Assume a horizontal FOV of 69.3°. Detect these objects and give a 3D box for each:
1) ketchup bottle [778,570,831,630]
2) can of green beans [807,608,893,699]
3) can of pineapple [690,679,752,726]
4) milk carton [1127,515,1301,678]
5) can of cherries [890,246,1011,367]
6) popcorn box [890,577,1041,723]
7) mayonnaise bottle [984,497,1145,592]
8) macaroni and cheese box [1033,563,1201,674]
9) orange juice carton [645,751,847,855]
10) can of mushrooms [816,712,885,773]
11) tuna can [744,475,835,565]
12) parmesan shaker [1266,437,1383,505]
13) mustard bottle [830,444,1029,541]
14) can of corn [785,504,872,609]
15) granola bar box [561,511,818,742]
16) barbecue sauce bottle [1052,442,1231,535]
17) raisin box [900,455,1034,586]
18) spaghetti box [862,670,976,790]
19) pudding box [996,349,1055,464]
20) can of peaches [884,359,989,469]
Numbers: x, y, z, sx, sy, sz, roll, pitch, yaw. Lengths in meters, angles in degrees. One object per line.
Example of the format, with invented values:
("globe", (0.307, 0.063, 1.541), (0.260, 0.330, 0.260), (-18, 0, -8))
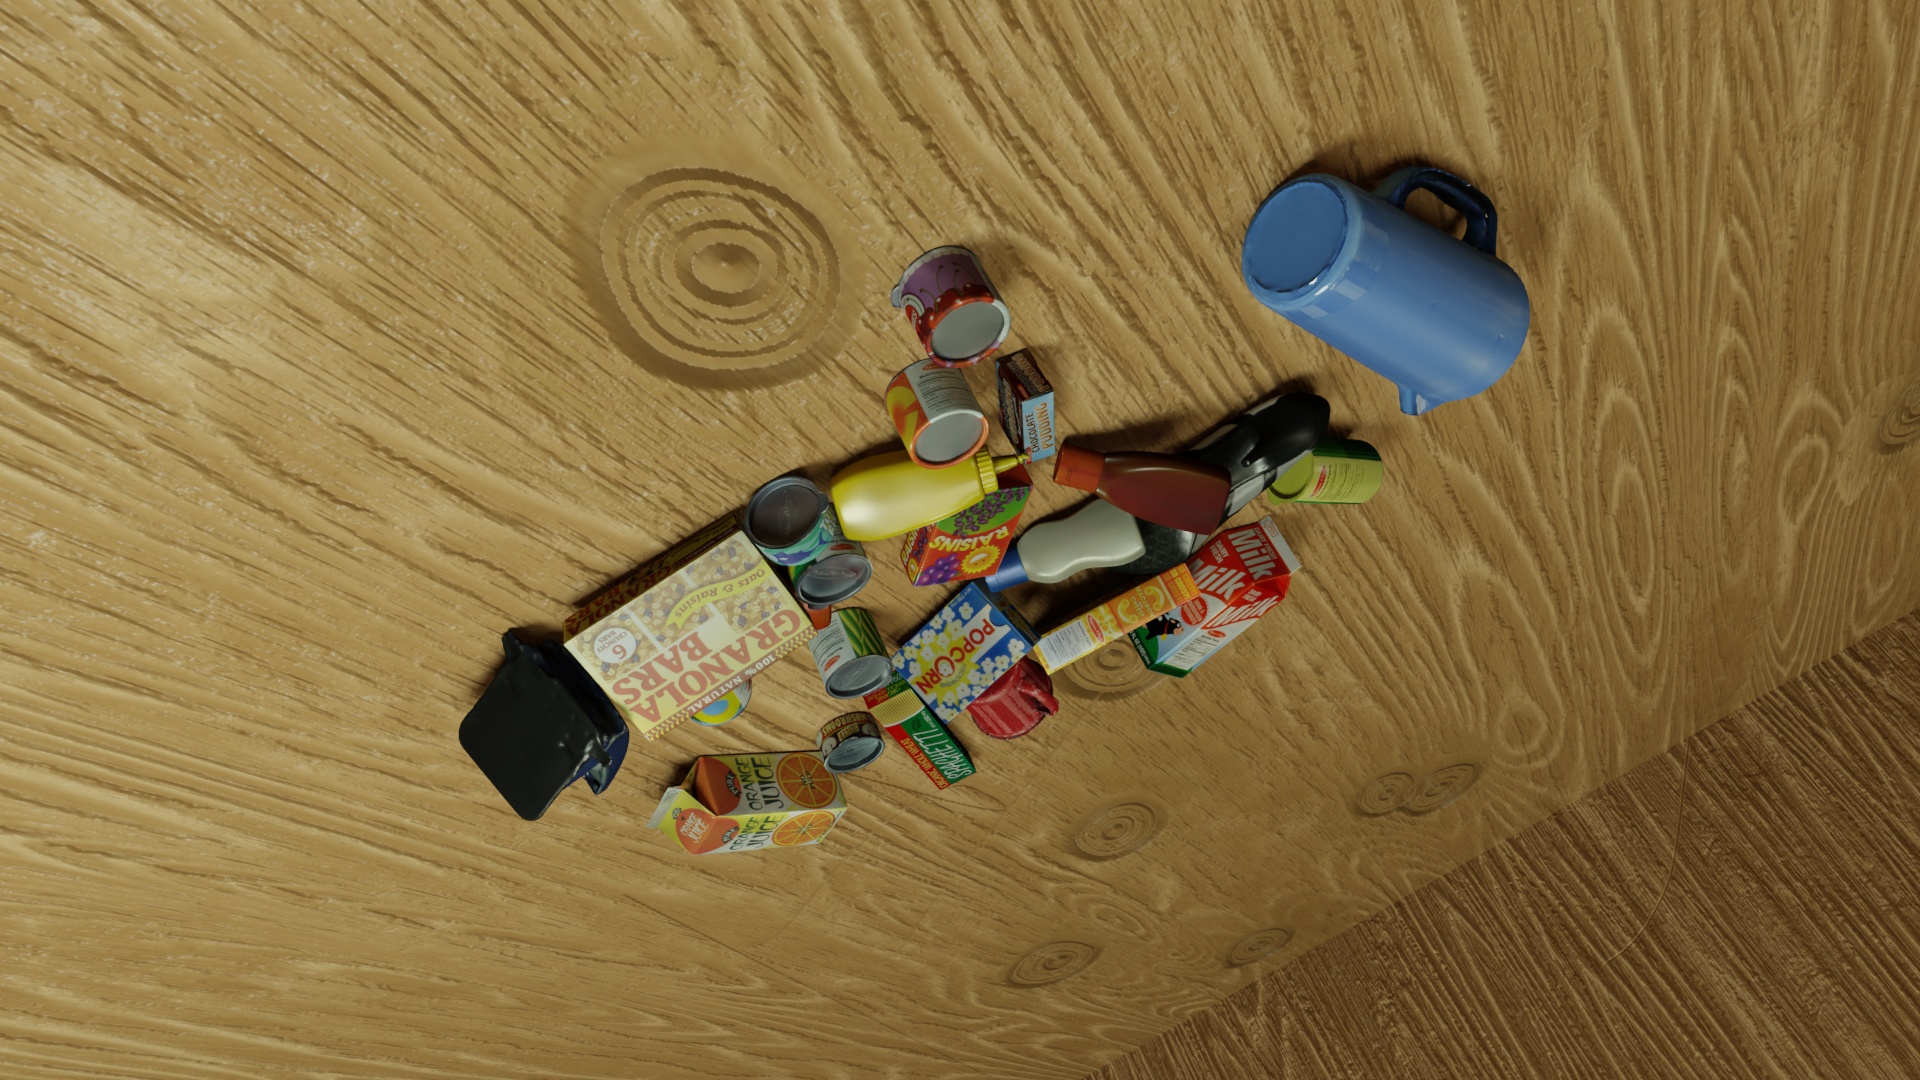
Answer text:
("ketchup bottle", (-0.187, 0.065, 1.192), (0.149, 0.044, 0.064), (-14, 138, -17))
("can of green beans", (-0.103, 0.105, 1.288), (0.071, 0.058, 0.071), (-18, 145, -13))
("can of pineapple", (-0.225, 0.123, 1.224), (0.071, 0.071, 0.057), (-24, 146, -4))
("milk carton", (0.268, 0.058, 1.461), (0.190, 0.072, 0.073), (-42, 144, 23))
("can of cherries", (-0.007, -0.164, 0.990), (0.071, 0.058, 0.071), (-18, 145, -13))
("popcorn box", (0.004, 0.104, 1.330), (0.126, 0.085, 0.038), (-44, 174, 25))
("mayonnaise bottle", (0.093, 0.008, 1.286), (0.148, 0.065, 0.041), (-19, 163, 8))
("macaroni and cheese box", (0.151, 0.074, 1.383), (0.166, 0.040, 0.124), (-28, 178, 2))
("orange juice carton", (-0.220, 0.267, 1.414), (0.193, 0.073, 0.071), (4, 136, -36))
("can of mushrooms", (-0.115, 0.209, 1.442), (0.071, 0.033, 0.070), (-17, 146, -12))
("tuna can", (-0.132, -0.016, 1.098), (0.071, 0.071, 0.032), (-28, 147, 3))
("parmesan shaker", (0.351, -0.066, 1.352), (0.103, 0.071, 0.071), (1, 138, -35))
("mustard bottle", (-0.022, -0.046, 1.118), (0.160, 0.049, 0.065), (-14, 111, 0))
("can of corn", (-0.115, 0.013, 1.156), (0.071, 0.058, 0.070), (-18, 145, -13))
("granola bar box", (-0.219, 0.071, 1.131), (0.165, 0.039, 0.123), (-33, 122, -1))
("barbecue sauce bottle", (0.156, -0.050, 1.209), (0.149, 0.044, 0.064), (13, 124, -3))
("raisin box", (0.004, -0.015, 1.215), (0.086, 0.040, 0.122), (-8, 143, -26))
("spaghetti box", (-0.041, 0.208, 1.494), (0.050, 0.029, 0.249), (-27, 146, 2))
("pudding box", (0.053, -0.107, 1.115), (0.030, 0.050, 0.083), (-21, 147, -10))
("can of peaches", (-0.018, -0.096, 1.075), (0.071, 0.058, 0.071), (-18, 145, -13))
